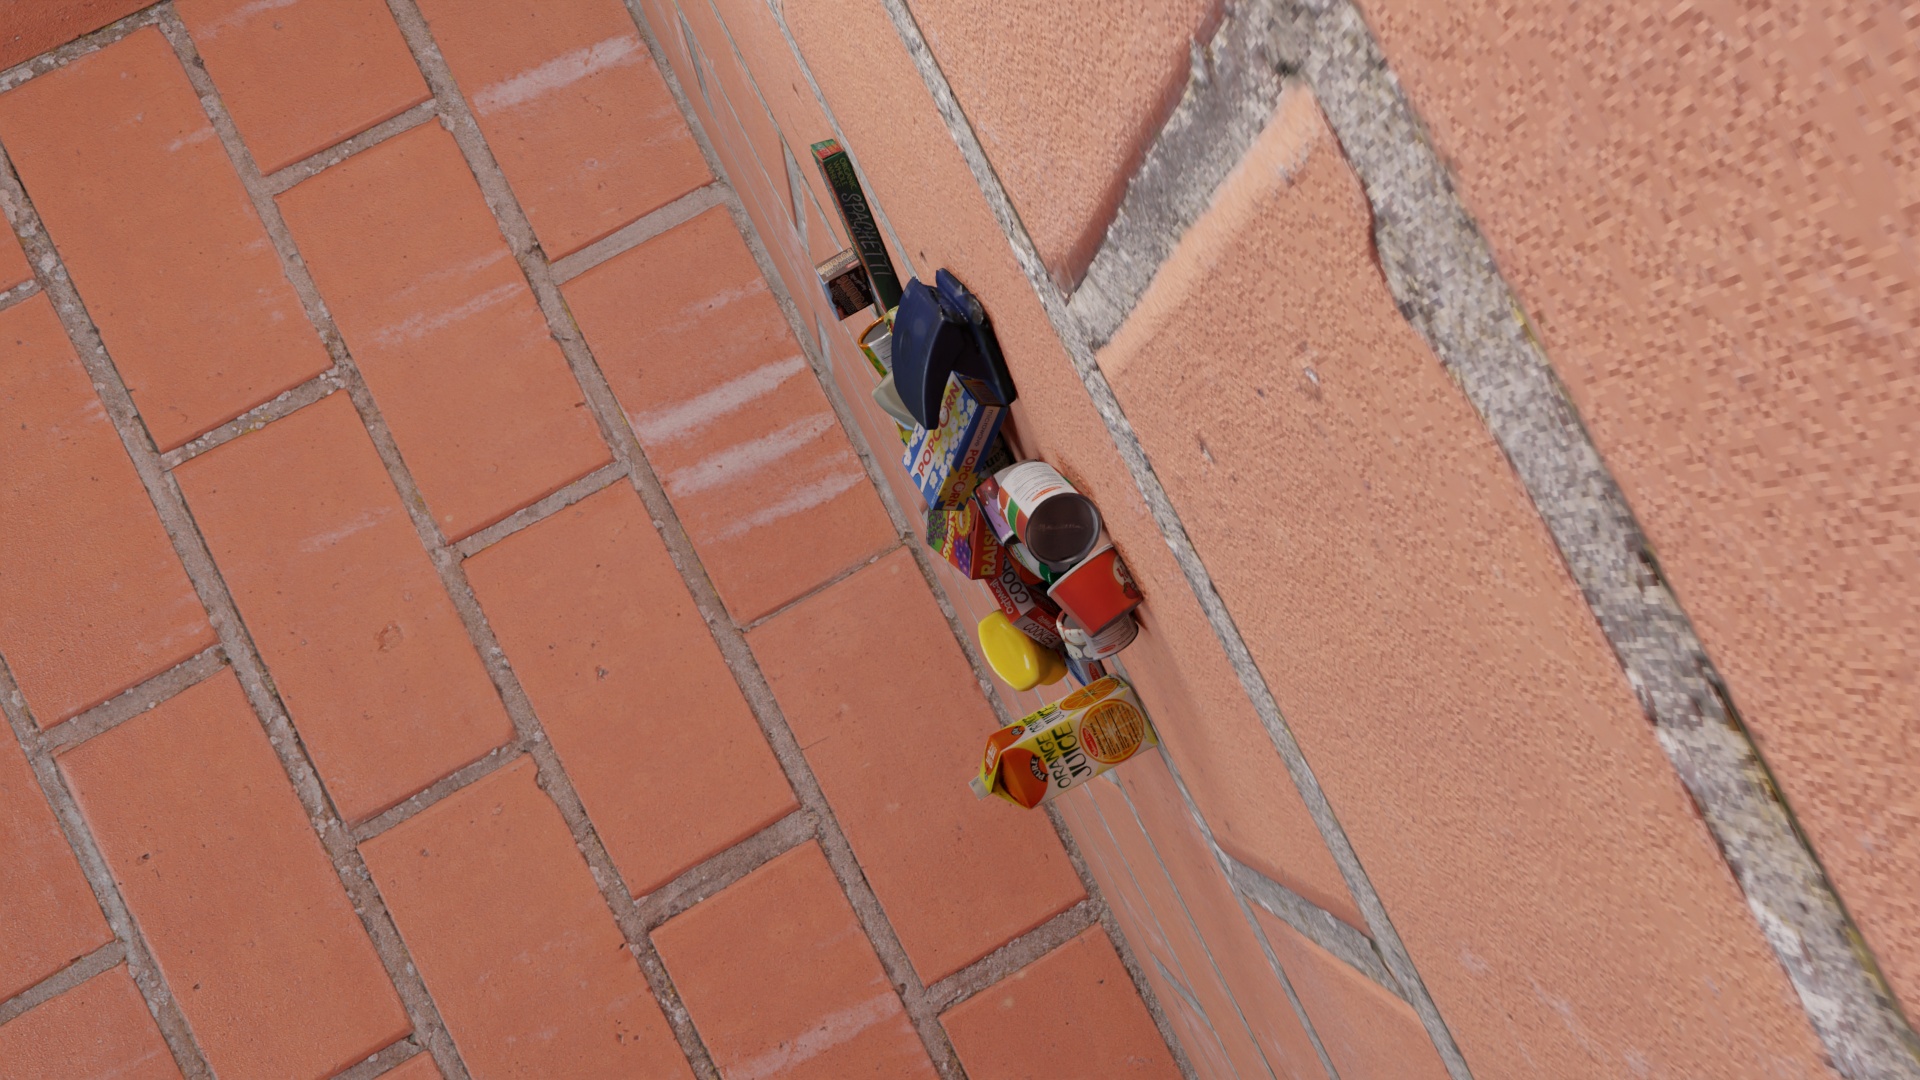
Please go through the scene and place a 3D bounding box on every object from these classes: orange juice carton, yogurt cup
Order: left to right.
[{"bbox_3d":[0.099,0.217,1.447,0.073,0.193,0.072,64,175,-9],"label":"orange juice carton"},{"bbox_3d":[0.114,0.044,1.147,0.054,0.072,0.072,53,173,10],"label":"yogurt cup"}]

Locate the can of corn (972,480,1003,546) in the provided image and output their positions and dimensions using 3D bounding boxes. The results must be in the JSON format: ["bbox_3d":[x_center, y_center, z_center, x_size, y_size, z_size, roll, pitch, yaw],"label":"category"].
[{"bbox_3d":[0.052,-0.036,1.365,0.071,0.058,0.071,61,174,11],"label":"can of corn"}]

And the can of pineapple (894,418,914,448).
[{"bbox_3d":[-0.049,-0.150,1.713,0.071,0.071,0.057,60,173,28],"label":"can of pineapple"}]

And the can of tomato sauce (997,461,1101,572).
[{"bbox_3d":[0.074,-0.021,1.174,0.071,0.071,0.083,65,175,-26],"label":"can of tomato sauce"}]

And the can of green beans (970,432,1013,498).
[{"bbox_3d":[0.015,-0.086,1.427,0.057,0.071,0.071,66,173,-30],"label":"can of green beans"}]

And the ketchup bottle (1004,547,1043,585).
[{"bbox_3d":[0.051,-0.023,1.514,0.149,0.043,0.064,60,179,31],"label":"ketchup bottle"}]

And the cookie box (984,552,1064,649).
[{"bbox_3d":[0.059,0.036,1.576,0.168,0.040,0.123,59,-167,29],"label":"cookie box"}]

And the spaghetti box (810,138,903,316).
[{"bbox_3d":[-0.105,-0.331,1.559,0.050,0.029,0.249,56,171,52],"label":"spaghetti box"}]

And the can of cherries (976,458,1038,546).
[{"bbox_3d":[0.055,-0.034,1.287,0.058,0.071,0.071,62,174,11],"label":"can of cherries"}]

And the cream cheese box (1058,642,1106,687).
[{"bbox_3d":[0.140,0.140,1.587,0.053,0.024,0.104,65,174,-14],"label":"cream cheese box"}]

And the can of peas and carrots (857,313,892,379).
[{"bbox_3d":[-0.075,-0.220,1.572,0.058,0.071,0.071,54,179,-27],"label":"can of peas and carrots"}]

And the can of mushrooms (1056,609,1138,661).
[{"bbox_3d":[0.119,0.074,1.219,0.033,0.071,0.071,65,174,-22],"label":"can of mushrooms"}]

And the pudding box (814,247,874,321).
[{"bbox_3d":[-0.133,-0.292,1.587,0.030,0.050,0.083,59,175,24],"label":"pudding box"}]

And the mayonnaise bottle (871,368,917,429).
[{"bbox_3d":[-0.022,-0.128,1.482,0.148,0.065,0.041,43,159,-12],"label":"mayonnaise bottle"}]

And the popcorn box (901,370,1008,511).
[{"bbox_3d":[-0.007,-0.103,1.344,0.085,0.038,0.126,57,133,43],"label":"popcorn box"}]

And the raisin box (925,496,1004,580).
[{"bbox_3d":[0.005,-0.019,1.480,0.123,0.040,0.085,-143,54,-59],"label":"raisin box"}]

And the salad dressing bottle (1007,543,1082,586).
[{"bbox_3d":[0.085,0.016,1.374,0.064,0.044,0.148,50,178,-16],"label":"salad dressing bottle"}]
